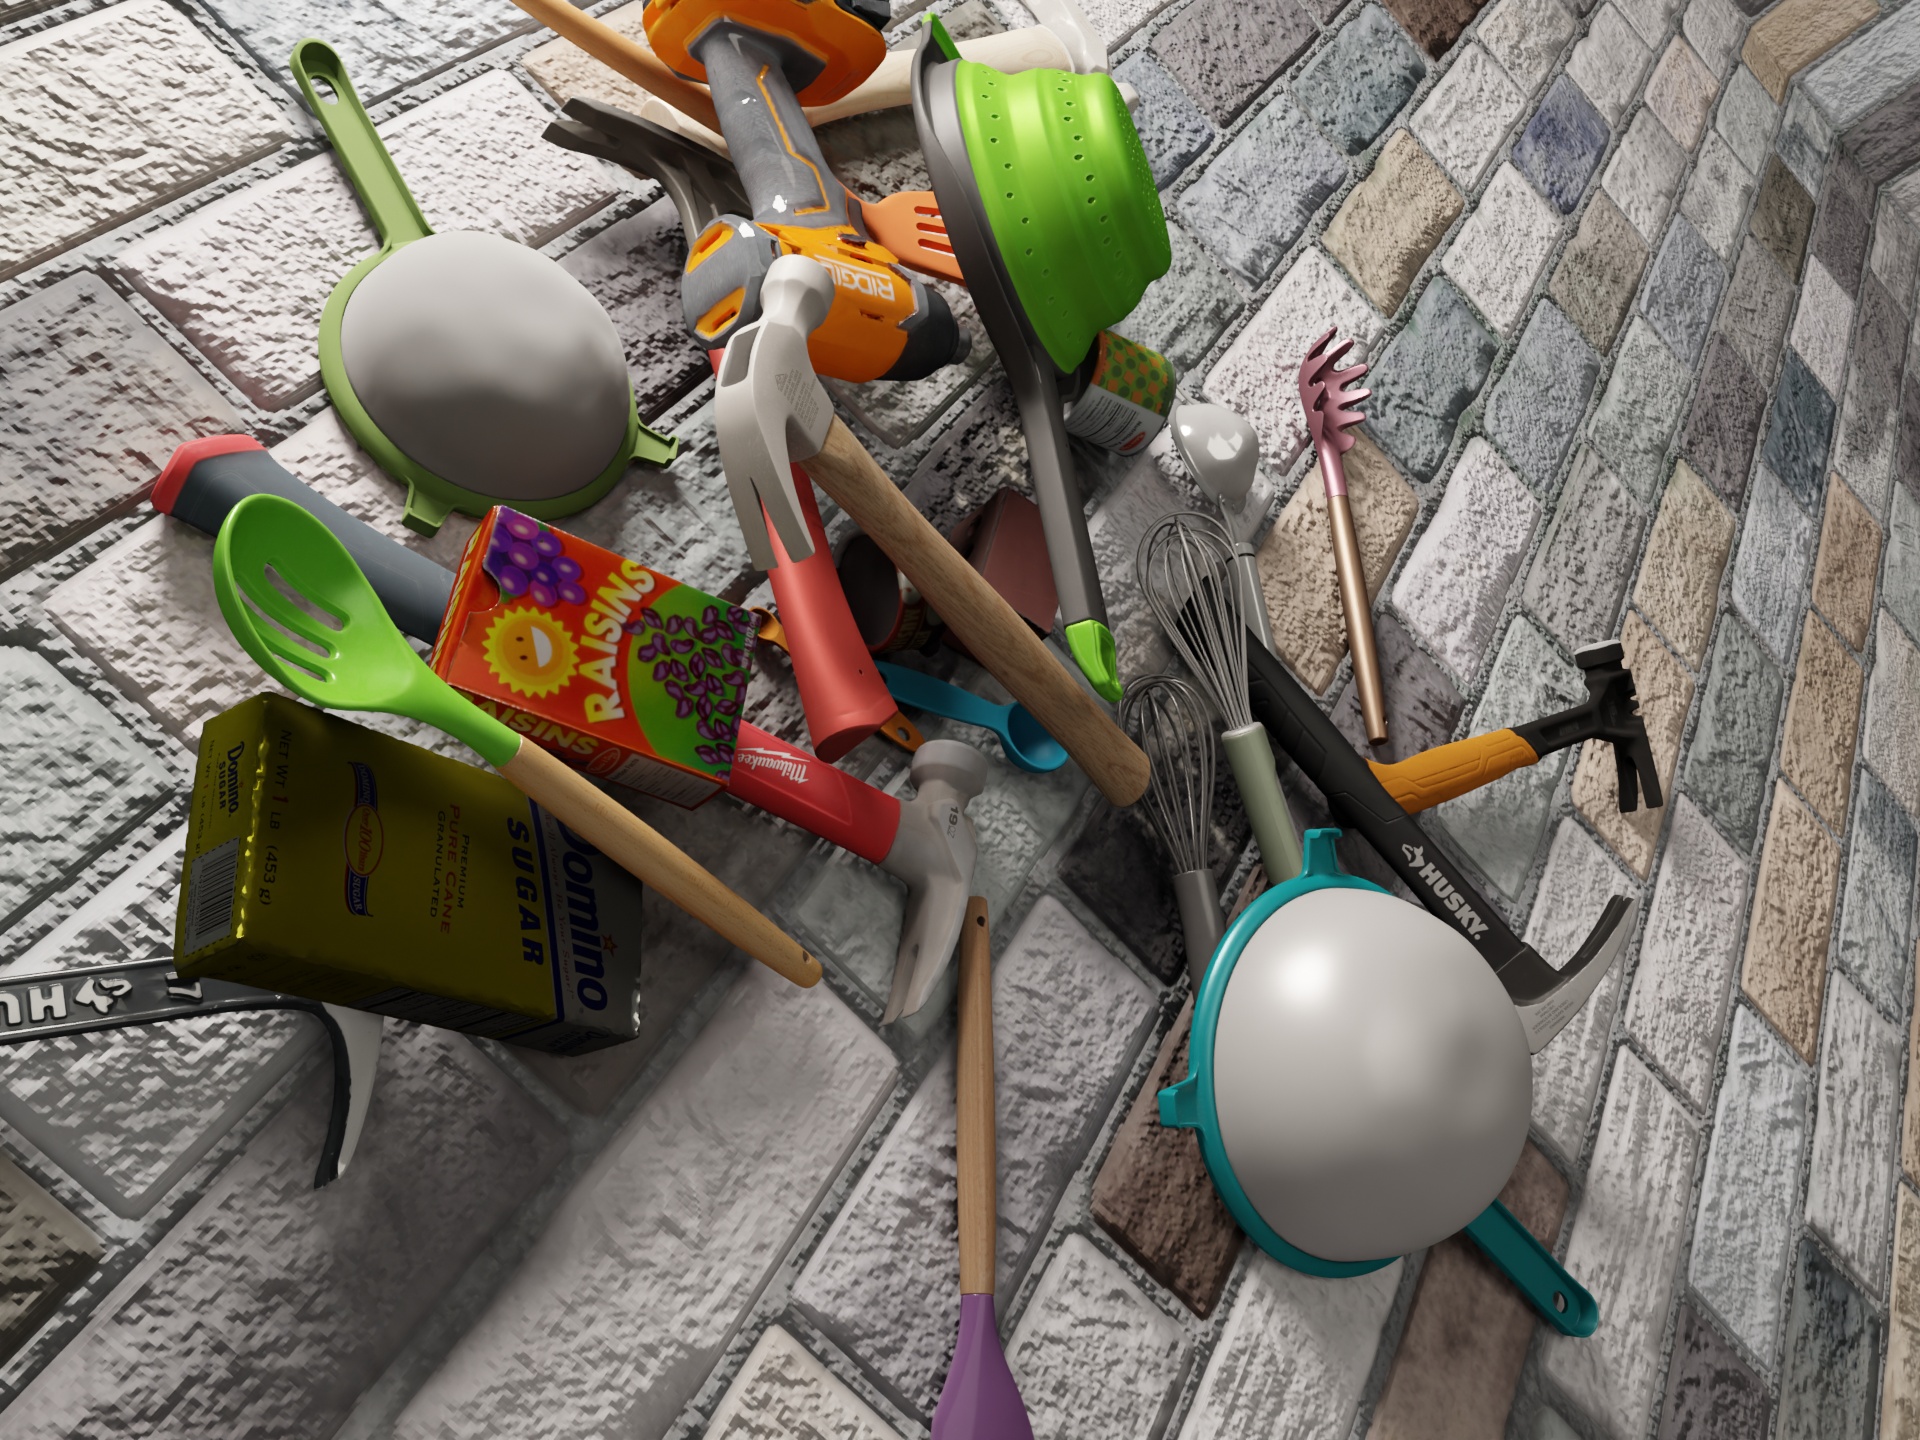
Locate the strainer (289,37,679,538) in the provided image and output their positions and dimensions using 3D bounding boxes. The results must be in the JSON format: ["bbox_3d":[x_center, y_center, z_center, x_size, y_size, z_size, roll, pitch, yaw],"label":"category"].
[{"bbox_3d":[-0.232,-0.216,0.726,0.151,0.069,0.256,-27,86,-43],"label":"strainer"}]

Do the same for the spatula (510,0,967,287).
[{"bbox_3d":[-0.097,-0.317,0.866,0.322,0.041,0.081,20,54,-41],"label":"spatula"}]

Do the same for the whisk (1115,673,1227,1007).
[{"bbox_3d":[0.128,0.085,0.863,0.055,0.055,0.239,2,70,-37],"label":"whisk"}]

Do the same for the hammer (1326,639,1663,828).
[{"bbox_3d":[0.364,0.030,1.071,0.336,0.034,0.127,-12,87,-38],"label":"hammer"}]

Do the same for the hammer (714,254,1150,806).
[{"bbox_3d":[0.000,-0.057,0.754,0.331,0.031,0.130,45,46,-37],"label":"hammer"}]

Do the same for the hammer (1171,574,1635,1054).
[{"bbox_3d":[0.246,0.048,0.941,0.335,0.146,0.035,50,2,4],"label":"hammer"}]

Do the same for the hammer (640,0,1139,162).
[{"bbox_3d":[-0.043,-0.411,1.001,0.410,0.038,0.146,-33,87,-43],"label":"hammer"}]

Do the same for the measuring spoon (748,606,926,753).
[{"bbox_3d":[-0.063,-0.017,0.793,0.116,0.011,0.021,38,39,-20],"label":"measuring spoon"}]

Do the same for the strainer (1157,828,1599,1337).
[{"bbox_3d":[0.267,0.225,0.835,0.340,0.095,0.211,46,60,-17],"label":"strainer"}]

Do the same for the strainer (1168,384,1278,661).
[{"bbox_3d":[0.178,-0.113,1.011,0.086,0.050,0.259,13,62,-49],"label":"strainer"}]

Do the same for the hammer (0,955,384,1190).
[{"bbox_3d":[-0.374,0.104,0.470,0.408,0.036,0.149,-4,71,-38],"label":"hammer"}]

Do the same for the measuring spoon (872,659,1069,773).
[{"bbox_3d":[-0.001,-0.003,0.827,0.128,0.021,0.042,20,53,-22],"label":"measuring spoon"}]

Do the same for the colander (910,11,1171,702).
[{"bbox_3d":[0.070,-0.205,0.838,0.204,0.094,0.397,34,43,-64],"label":"colander"}]

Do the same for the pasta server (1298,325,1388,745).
[{"bbox_3d":[0.269,-0.131,1.090,0.060,0.040,0.316,23,55,-42],"label":"pasta server"}]

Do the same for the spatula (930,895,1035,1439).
[{"bbox_3d":[0.009,0.229,0.709,0.059,0.018,0.316,17,59,-32],"label":"spatula"}]

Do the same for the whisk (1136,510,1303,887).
[{"bbox_3d":[0.159,-0.002,0.911,0.059,0.058,0.246,-19,92,-1],"label":"whisk"}]

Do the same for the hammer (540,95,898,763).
[{"bbox_3d":[-0.104,-0.146,0.772,0.149,0.036,0.359,10,54,-45],"label":"hammer"}]

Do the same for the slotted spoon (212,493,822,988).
[{"bbox_3d":[-0.154,0.027,0.605,0.313,0.031,0.070,44,30,-37],"label":"slotted spoon"}]

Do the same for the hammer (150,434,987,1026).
[{"bbox_3d":[-0.158,0.000,0.690,0.386,0.038,0.143,28,54,-23],"label":"hammer"}]

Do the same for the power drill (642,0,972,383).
[{"bbox_3d":[-0.071,-0.276,0.798,0.164,0.084,0.227,3,71,-45],"label":"power drill"}]
